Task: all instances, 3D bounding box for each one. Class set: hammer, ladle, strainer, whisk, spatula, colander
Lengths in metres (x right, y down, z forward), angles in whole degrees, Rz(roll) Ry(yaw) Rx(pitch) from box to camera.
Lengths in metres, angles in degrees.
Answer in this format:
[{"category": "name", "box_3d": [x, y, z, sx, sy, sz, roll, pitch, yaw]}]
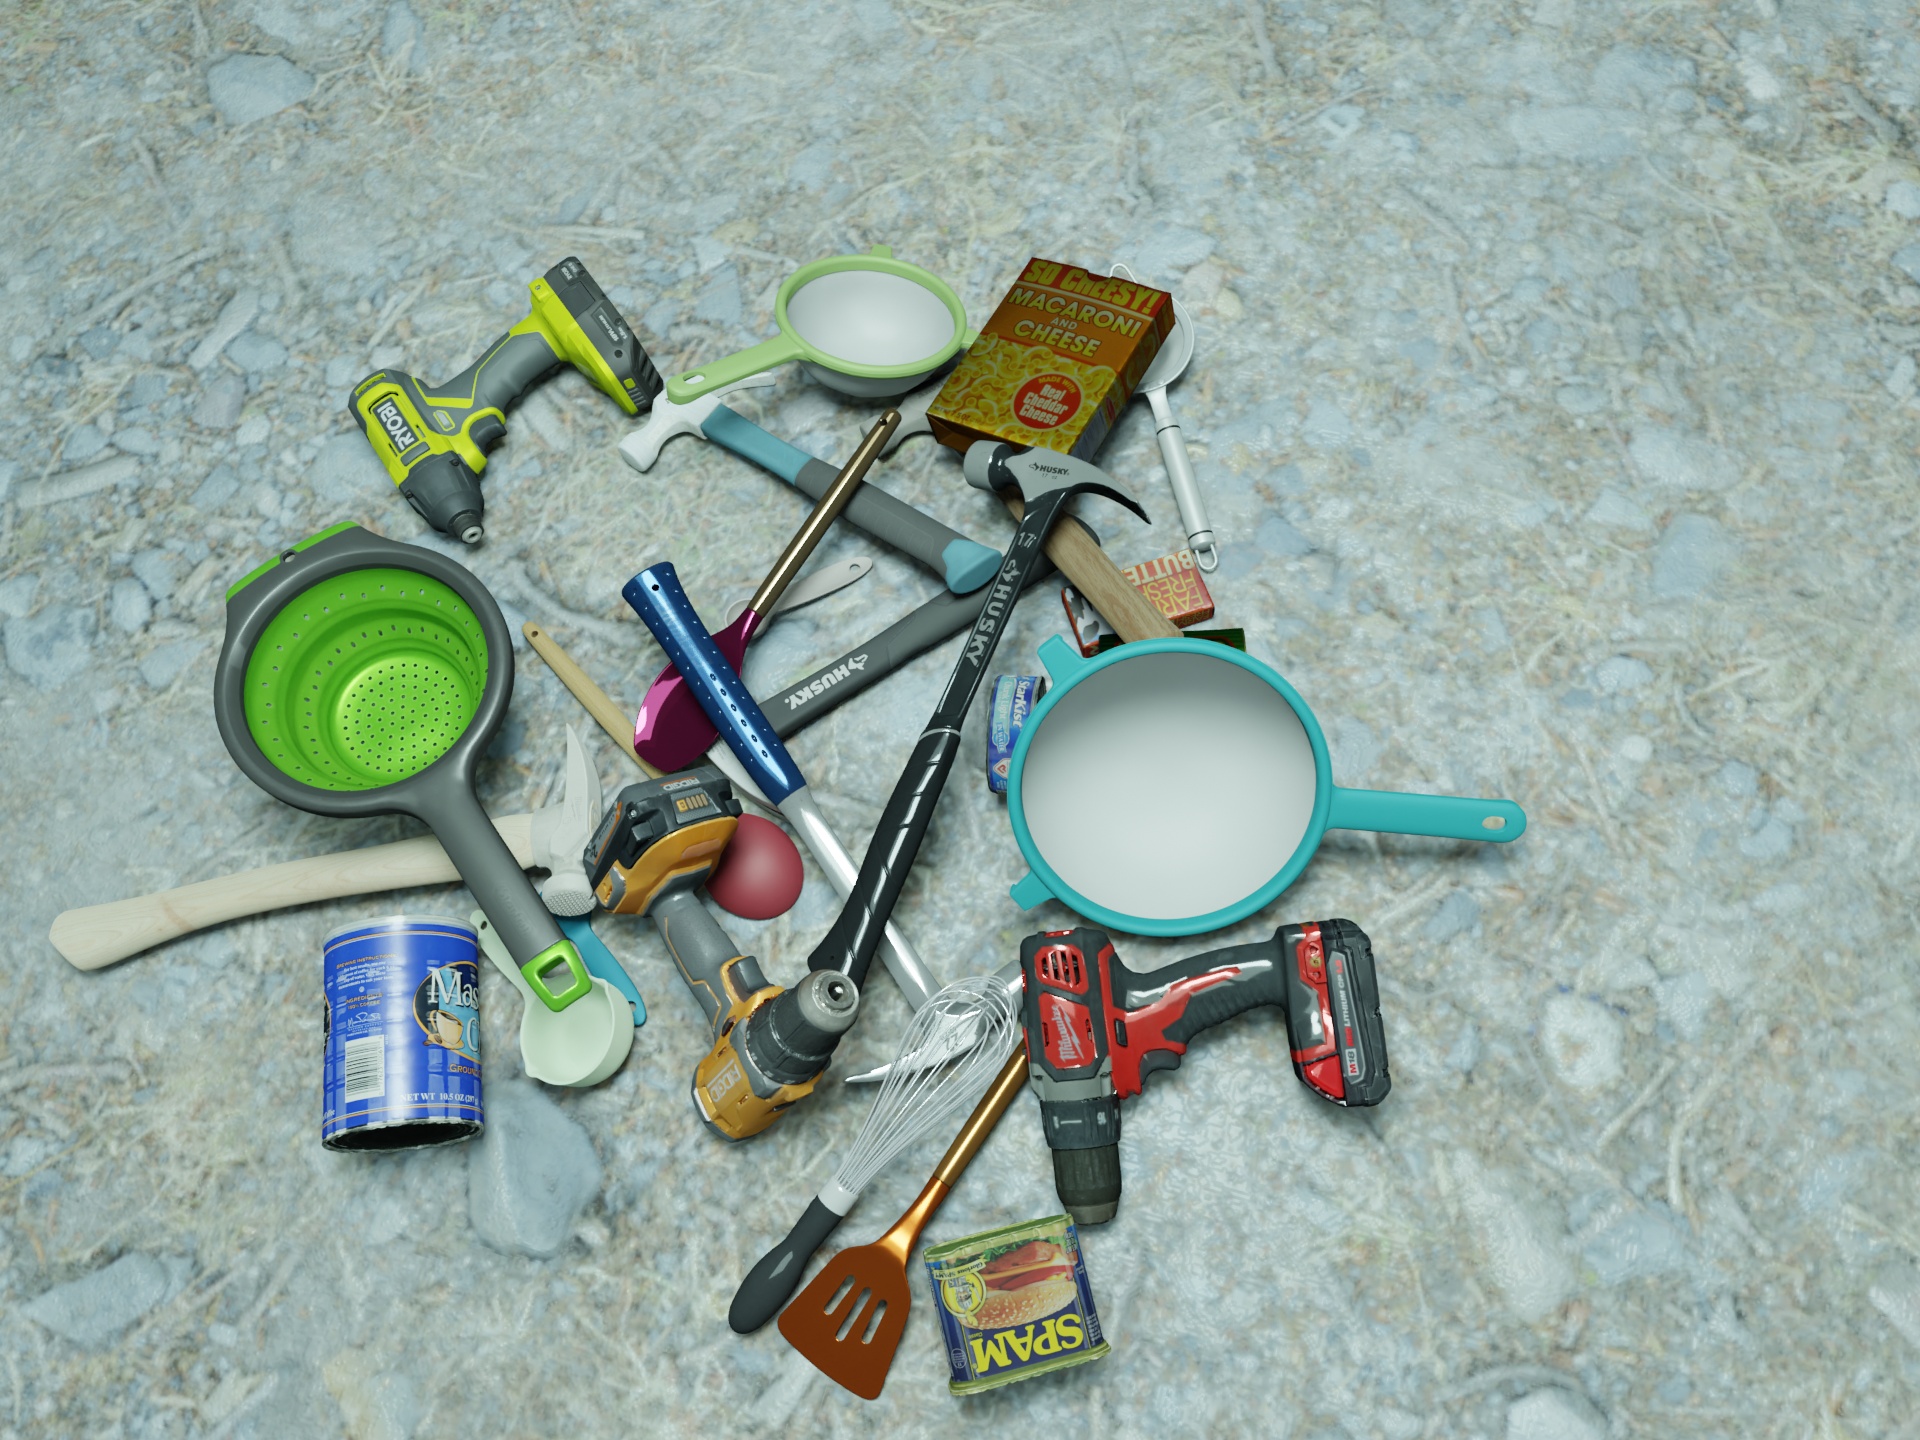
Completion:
[{"category": "hammer", "box_3d": [0.058, -0.157, 1.179, 0.130, 0.031, 0.332, -33, 56, -8]}, {"category": "ladle", "box_3d": [-0.230, 0.027, 1.178, 0.069, 0.031, 0.316, -42, 68, -10]}, {"category": "hammer", "box_3d": [-0.109, -0.184, 1.225, 0.331, 0.033, 0.128, 32, 74, 25]}, {"category": "strainer", "box_3d": [0.156, -0.232, 1.229, 0.087, 0.050, 0.259, -16, 73, 8]}, {"category": "hammer", "box_3d": [-0.041, -0.054, 1.183, 0.335, 0.035, 0.146, -32, 68, -7]}, {"category": "whisk", "box_3d": [-0.059, 0.280, 1.025, 0.070, 0.070, 0.284, 38, 91, 19]}, {"category": "hammer", "box_3d": [-0.462, 0.107, 1.160, 0.410, 0.038, 0.146, -12, 55, 5]}, {"category": "strainer", "box_3d": [-0.114, -0.276, 1.235, 0.256, 0.069, 0.152, -28, 60, -27]}, {"category": "strainer", "box_3d": [0.201, 0.039, 1.074, 0.340, 0.095, 0.211, 5, 111, -1]}, {"category": "spatula", "box_3d": [0.001, 0.285, 1.050, 0.081, 0.041, 0.323, 32, 71, 16]}, {"category": "hammer", "box_3d": [-0.002, -0.003, 1.073, 0.149, 0.036, 0.409, 15, 74, 33]}, {"category": "colander", "box_3d": [-0.367, 0.044, 1.118, 0.204, 0.094, 0.397, -34, 73, -12]}, {"category": "hammer", "box_3d": [-0.116, 0.065, 1.105, 0.144, 0.035, 0.406, -34, 80, -6]}]

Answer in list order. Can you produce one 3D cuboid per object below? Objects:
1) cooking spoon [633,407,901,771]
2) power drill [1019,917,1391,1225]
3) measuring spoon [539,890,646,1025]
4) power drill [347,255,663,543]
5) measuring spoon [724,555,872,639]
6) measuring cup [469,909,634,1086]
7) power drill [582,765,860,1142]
[{"category": "cooking spoon", "box_3d": [-0.136, -0.100, 1.170, 0.069, 0.017, 0.319, 31, 82, 22]}, {"category": "power drill", "box_3d": [0.154, 0.220, 1.022, 0.226, 0.080, 0.188, -7, 83, 6]}, {"category": "measuring spoon", "box_3d": [-0.262, 0.163, 1.127, 0.042, 0.021, 0.129, -37, 68, -8]}, {"category": "power drill", "box_3d": [-0.361, -0.255, 1.280, 0.223, 0.080, 0.171, -36, 68, -4]}, {"category": "measuring spoon", "box_3d": [-0.123, -0.094, 1.222, 0.124, 0.018, 0.034, -26, 68, -12]}, {"category": "measuring cup", "box_3d": [-0.290, 0.189, 1.116, 0.168, 0.038, 0.083, 39, 90, 31]}, {"category": "power drill", "box_3d": [-0.152, 0.143, 1.033, 0.084, 0.185, 0.226, -14, 67, -38]}]
